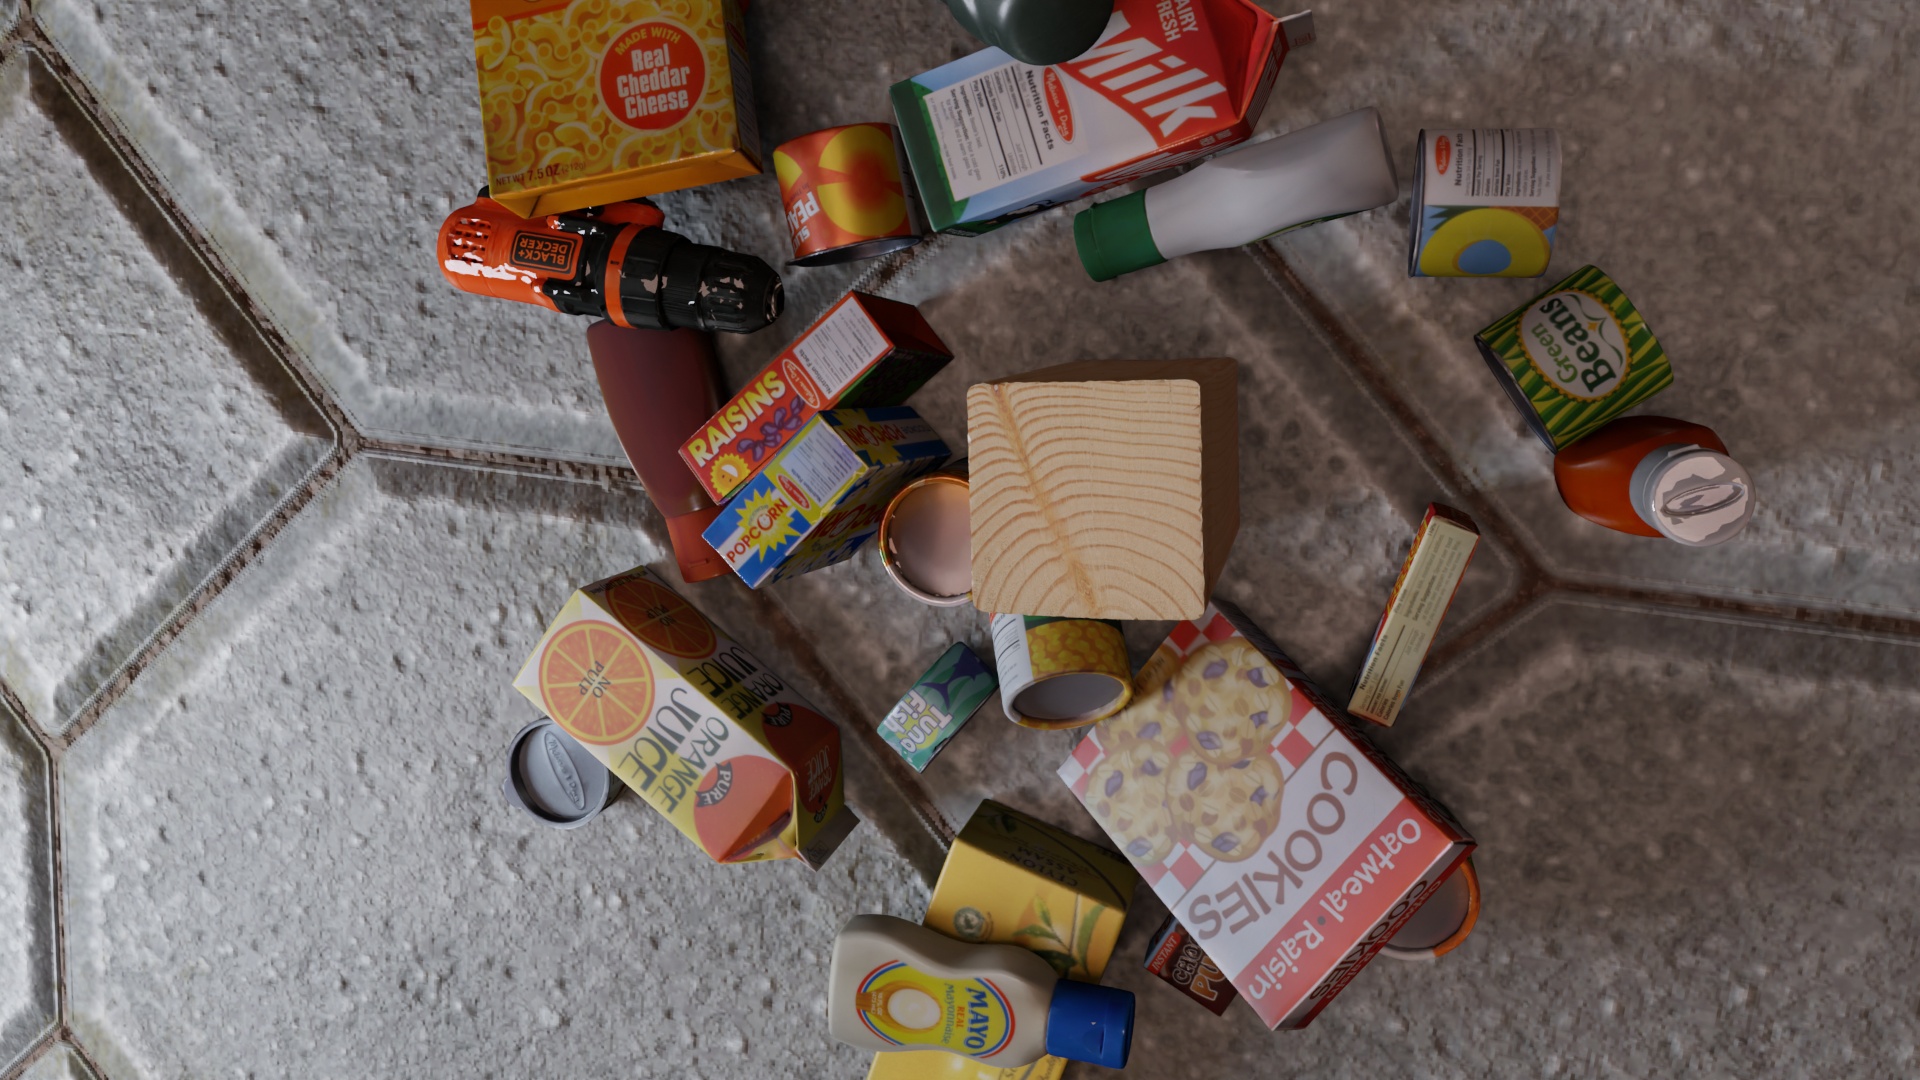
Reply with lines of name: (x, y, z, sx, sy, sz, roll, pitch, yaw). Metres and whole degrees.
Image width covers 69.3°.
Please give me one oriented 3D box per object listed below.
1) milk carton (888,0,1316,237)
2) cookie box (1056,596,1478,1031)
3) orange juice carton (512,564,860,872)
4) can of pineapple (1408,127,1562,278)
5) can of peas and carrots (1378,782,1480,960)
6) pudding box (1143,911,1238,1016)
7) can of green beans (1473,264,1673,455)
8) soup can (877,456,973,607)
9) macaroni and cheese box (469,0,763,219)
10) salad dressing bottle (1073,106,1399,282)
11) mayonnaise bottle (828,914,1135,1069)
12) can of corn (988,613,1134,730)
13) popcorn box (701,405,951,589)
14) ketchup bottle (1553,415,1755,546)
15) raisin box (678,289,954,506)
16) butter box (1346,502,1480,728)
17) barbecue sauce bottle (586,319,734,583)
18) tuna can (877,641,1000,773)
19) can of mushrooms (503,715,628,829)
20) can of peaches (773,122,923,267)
milk carton: (0.072, -0.208, 0.655, 0.190, 0.072, 0.073, -16, 95, 18)
cookie box: (0.141, 0.128, 0.669, 0.122, 0.040, 0.168, -53, 54, 16)
orange juice carton: (-0.139, 0.104, 0.759, 0.193, 0.072, 0.073, 39, 107, 6)
can of pineapple: (0.234, -0.151, 0.626, 0.058, 0.071, 0.071, 4, 100, 14)
can of peas and carrots: (0.219, 0.161, 0.681, 0.071, 0.059, 0.070, 2, 100, 14)
pudding box: (0.138, 0.198, 0.723, 0.050, 0.030, 0.083, 33, 105, 9)
can of green beans: (0.275, -0.081, 0.624, 0.057, 0.071, 0.071, -34, 89, 17)
soup can: (0.002, -0.009, 0.698, 0.071, 0.084, 0.071, 2, 99, 14)
macaroni and cheese box: (-0.167, -0.248, 0.659, 0.124, 0.040, 0.166, -8, 85, 8)
salad dressing bottle: (0.128, -0.160, 0.656, 0.147, 0.064, 0.044, -13, 112, 24)
mayonnaise bottle: (0.010, 0.227, 0.684, 0.148, 0.041, 0.064, 6, 98, 15)
can of corn: (0.052, 0.055, 0.694, 0.071, 0.071, 0.058, -19, 55, 17)
popcorn box: (-0.062, -0.024, 0.690, 0.085, 0.127, 0.038, -44, 82, 17)
ketchup bottle: (0.294, -0.026, 0.585, 0.064, 0.149, 0.043, -17, 93, 17)
raisin box: (-0.072, -0.069, 0.706, 0.123, 0.086, 0.040, -39, 82, 17)
butter box: (0.217, 0.035, 0.665, 0.024, 0.053, 0.103, 23, 103, 13)
barbecue sauce bottle: (-0.153, -0.052, 0.753, 0.065, 0.044, 0.148, -13, 96, 14)
tuna can: (-0.011, 0.087, 0.724, 0.033, 0.071, 0.071, 42, 107, 6)
can of mushrooms: (-0.228, 0.131, 0.807, 0.071, 0.033, 0.071, 2, 100, 14)
can of peaches: (-0.059, -0.172, 0.696, 0.071, 0.071, 0.058, -9, 96, 16)
